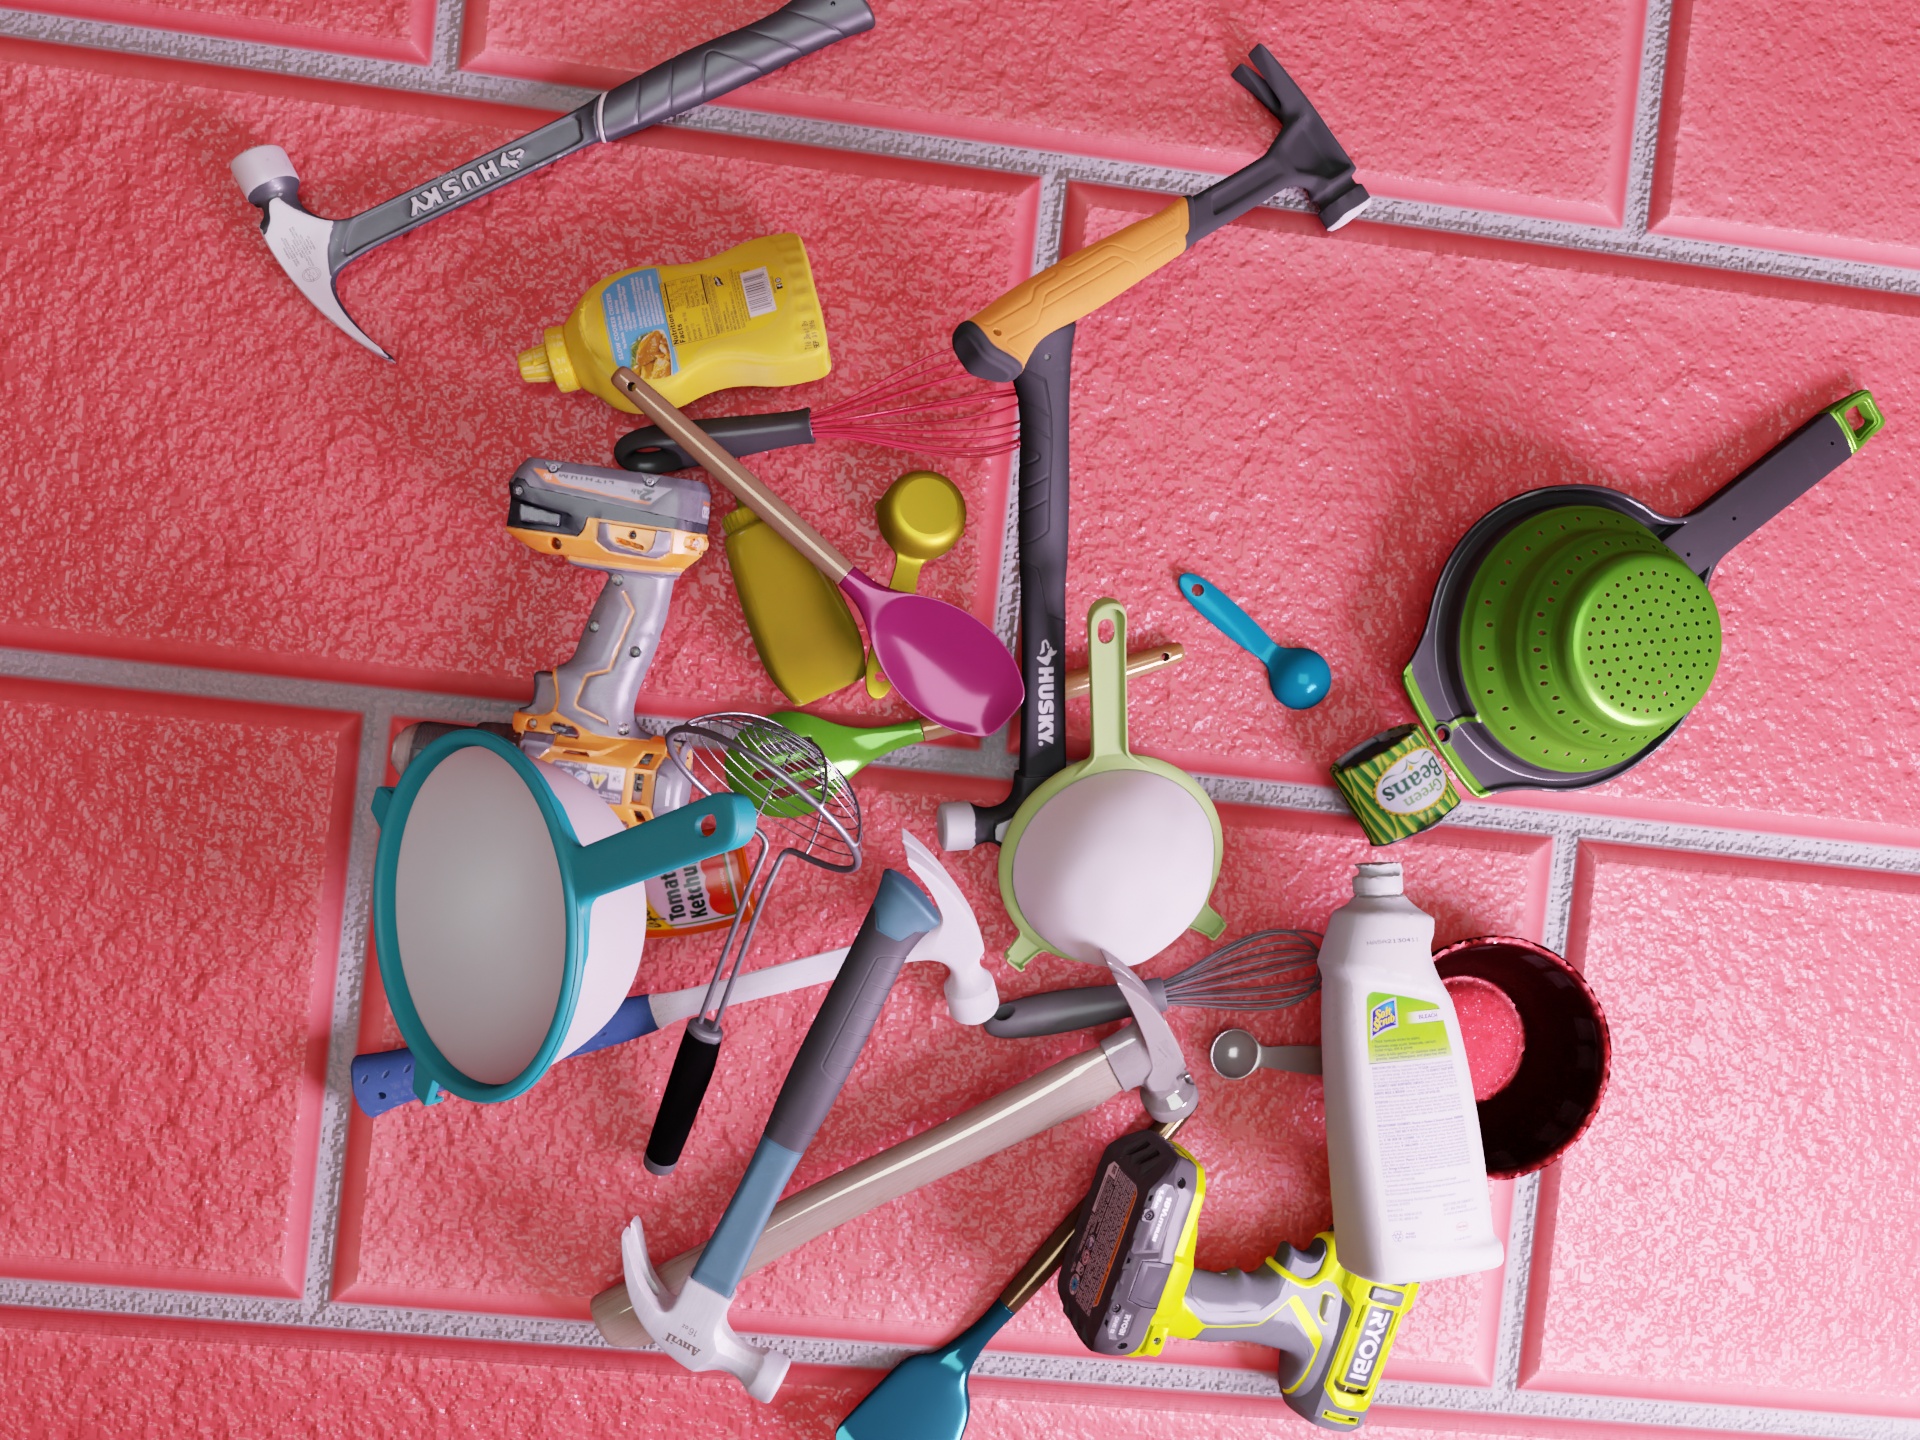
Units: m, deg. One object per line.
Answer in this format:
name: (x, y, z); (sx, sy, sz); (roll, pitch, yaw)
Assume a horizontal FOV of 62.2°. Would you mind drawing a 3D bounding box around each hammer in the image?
hammer: (-0.051, 0.286, 1.014); (0.410, 0.038, 0.146); (-27, 127, 0)
hammer: (-0.100, 0.244, 0.967); (0.128, 0.033, 0.331); (27, 96, 3)
hammer: (-0.242, -0.371, 1.012); (0.409, 0.036, 0.149); (-27, 94, -4)
hammer: (-0.185, 0.177, 1.010); (0.405, 0.035, 0.144); (-14, 120, 0)
hammer: (0.058, -0.080, 1.004); (0.146, 0.035, 0.334); (-3, 105, -10)
hammer: (0.117, -0.302, 0.975); (0.337, 0.034, 0.127); (-38, 93, -29)

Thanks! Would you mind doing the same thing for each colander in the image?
colander: (0.476, -0.099, 1.029); (0.397, 0.094, 0.204); (-36, 101, -9)

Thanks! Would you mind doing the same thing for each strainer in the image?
strainer: (0.100, 0.053, 0.988); (0.151, 0.069, 0.256); (-8, 114, -9)
strainer: (-0.204, 0.092, 0.890); (0.340, 0.095, 0.211); (-21, 76, 38)

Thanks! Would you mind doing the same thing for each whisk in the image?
whisk: (0.132, 0.178, 1.050); (0.239, 0.055, 0.055); (-10, 92, 0)
whisk: (-0.076, -0.191, 1.018); (0.296, 0.073, 0.073); (-8, 92, 1)

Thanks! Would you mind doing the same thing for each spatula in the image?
spatula: (0.051, 0.370, 1.046); (0.082, 0.044, 0.317); (42, 87, -1)

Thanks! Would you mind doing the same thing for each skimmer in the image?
skimmer: (-0.149, 0.149, 0.928); (0.127, 0.090, 0.363); (29, 118, 13)

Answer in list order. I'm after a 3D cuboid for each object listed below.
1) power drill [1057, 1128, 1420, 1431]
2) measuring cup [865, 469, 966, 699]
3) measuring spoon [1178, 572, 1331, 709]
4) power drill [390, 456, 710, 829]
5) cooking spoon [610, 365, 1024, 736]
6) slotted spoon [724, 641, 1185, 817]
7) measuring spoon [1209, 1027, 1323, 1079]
power drill: (0.191, 0.352, 1.029); (0.223, 0.080, 0.171); (20, 90, -18)
measuring cup: (-0.034, -0.089, 1.016); (0.062, 0.029, 0.157); (16, 72, -10)
measuring spoon: (0.196, -0.055, 1.059); (0.128, 0.021, 0.042); (40, 88, -5)
power drill: (-0.253, -0.047, 0.999); (0.185, 0.084, 0.226); (8, 95, -3)
cooking spoon: (-0.089, -0.106, 0.975); (0.319, 0.017, 0.068); (41, 100, -4)
slotted spoon: (-0.002, -0.003, 1.043); (0.313, 0.031, 0.070); (-16, 97, -6)
measuring spoon: (0.225, 0.227, 1.075); (0.124, 0.018, 0.034); (7, 91, -11)
